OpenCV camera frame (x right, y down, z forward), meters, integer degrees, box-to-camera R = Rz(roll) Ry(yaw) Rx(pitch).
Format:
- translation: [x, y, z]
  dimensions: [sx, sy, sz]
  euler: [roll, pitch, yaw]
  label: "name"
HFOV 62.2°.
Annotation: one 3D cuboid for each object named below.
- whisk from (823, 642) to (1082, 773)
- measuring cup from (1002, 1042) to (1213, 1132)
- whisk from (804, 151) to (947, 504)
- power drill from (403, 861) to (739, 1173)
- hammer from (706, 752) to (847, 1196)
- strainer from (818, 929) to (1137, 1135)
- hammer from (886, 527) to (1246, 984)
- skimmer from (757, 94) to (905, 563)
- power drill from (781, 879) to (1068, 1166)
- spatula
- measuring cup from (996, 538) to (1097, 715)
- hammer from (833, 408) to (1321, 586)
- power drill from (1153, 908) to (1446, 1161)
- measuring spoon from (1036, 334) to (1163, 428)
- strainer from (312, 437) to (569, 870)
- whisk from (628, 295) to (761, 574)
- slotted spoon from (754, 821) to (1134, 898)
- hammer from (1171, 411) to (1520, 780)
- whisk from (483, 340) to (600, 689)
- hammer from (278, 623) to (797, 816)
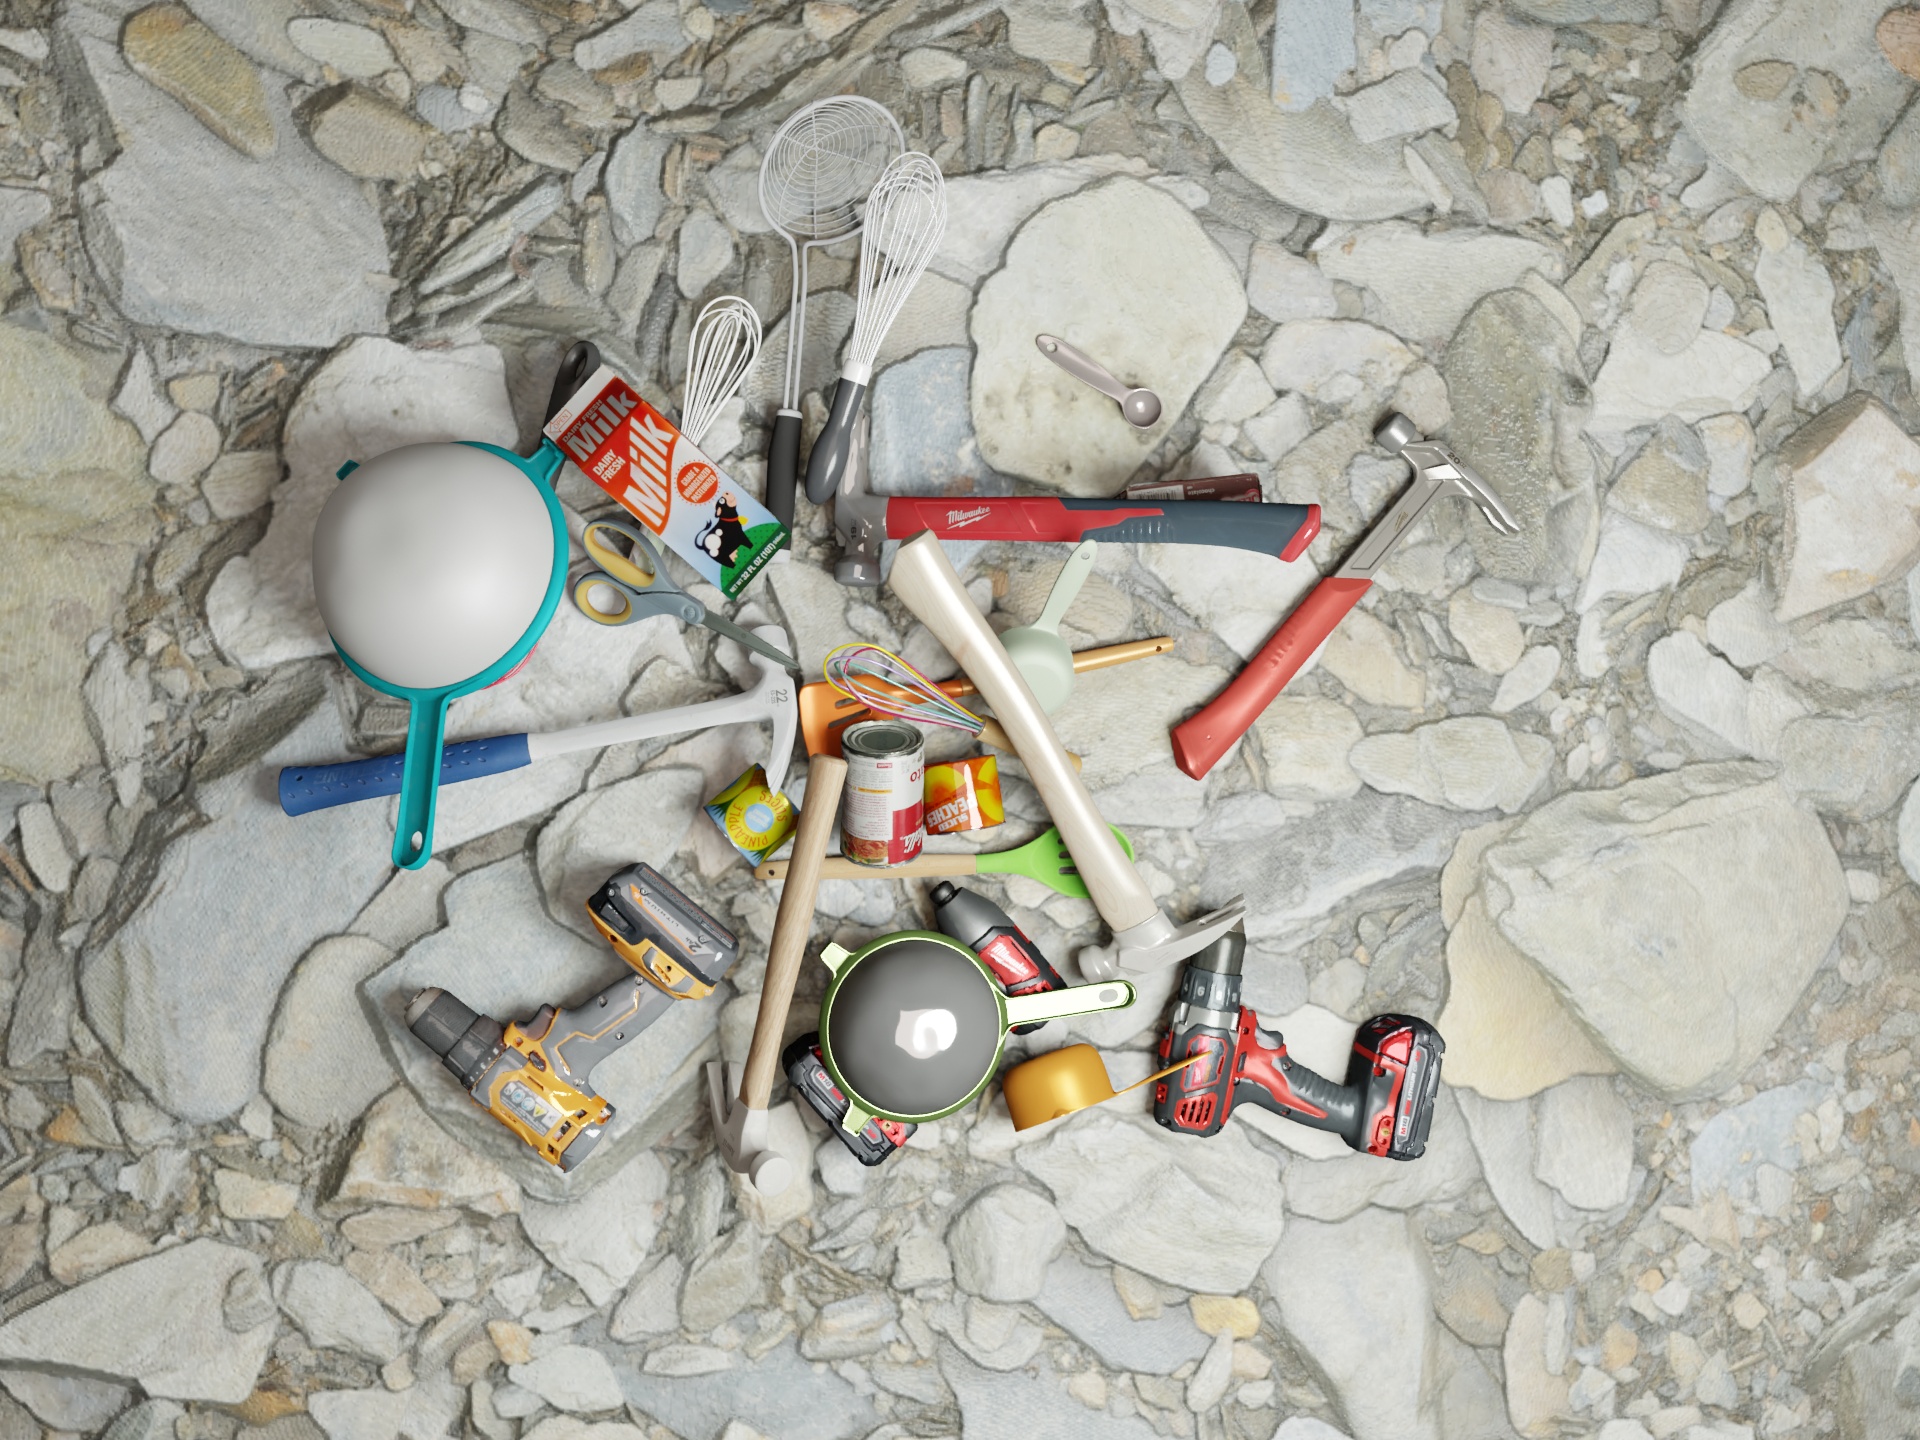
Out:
- translation: [-0.001, -0.005, 1.283]
  dimensions: [0.244, 0.051, 0.047]
  euler: [23, 93, -25]
  label: "whisk"
- translation: [0.116, 0.282, 1.296]
  dimensions: [0.173, 0.095, 0.052]
  euler: [-23, 76, 4]
  label: "measuring cup"
- translation: [-0.072, -0.307, 1.261]
  dimensions: [0.070, 0.070, 0.284]
  euler: [17, 100, -7]
  label: "whisk"
- translation: [-0.309, 0.217, 1.258]
  dimensions: [0.185, 0.084, 0.226]
  euler: [40, 90, -4]
  label: "power drill"
- translation: [-0.139, 0.188, 1.243]
  dimensions: [0.031, 0.130, 0.331]
  euler: [11, 93, -31]
  label: "hammer"
- translation: [0.020, 0.233, 1.234]
  dimensions: [0.256, 0.069, 0.151]
  euler: [-7, 87, -10]
  label: "strainer"
- translation: [0.074, 0.026, 1.254]
  dimensions: [0.146, 0.038, 0.410]
  euler: [-27, 107, 14]
  label: "hammer"
- translation: [-0.116, -0.308, 1.274]
  dimensions: [0.127, 0.090, 0.363]
  euler: [4, 93, -42]
  label: "skimmer"
- translation: [-0.033, 0.241, 1.295]
  dimensions: [0.219, 0.078, 0.143]
  euler: [-41, 95, -8]
  label: "power drill"
- translation: [0.026, -0.029, 1.317]
  dimensions: [0.322, 0.041, 0.081]
  euler: [-12, 111, -9]
  label: "spatula"
- translation: [0.071, -0.068, 1.252]
  dimensions: [0.083, 0.038, 0.167]
  euler: [16, 127, -15]
  label: "measuring cup"
- translation: [0.087, -0.174, 1.256]
  dimensions: [0.386, 0.038, 0.143]
  euler: [3, 88, 15]
  label: "hammer"
- translation: [0.282, 0.267, 1.335]
  dimensions: [0.226, 0.080, 0.188]
  euler: [11, 88, -4]
  label: "power drill"
- translation: [0.116, -0.287, 1.345]
  dimensions: [0.124, 0.018, 0.034]
  euler: [34, 86, 1]
  label: "measuring spoon"
- translation: [-0.409, -0.064, 1.172]
  dimensions: [0.211, 0.095, 0.340]
  euler: [-3, 74, 14]
  label: "strainer"
- translation: [-0.221, -0.225, 1.284]
  dimensions: [0.059, 0.058, 0.246]
  euler: [20, 92, -37]
  label: "whisk"
- translation: [-0.013, 0.118, 1.320]
  dimensions: [0.313, 0.031, 0.070]
  euler: [-2, 100, -5]
  label: "slotted spoon"
- translation: [0.314, -0.086, 1.357]
  dimensions: [0.149, 0.037, 0.359]
  euler: [42, 85, -5]
  label: "hammer"
- translation: [-0.340, -0.164, 1.264]
  dimensions: [0.073, 0.073, 0.296]
  euler: [17, 82, -7]
  label: "whisk"
- translation: [-0.328, 0.024, 1.254]
  dimensions: [0.405, 0.035, 0.144]
  euler: [-11, 60, -3]
  label: "hammer"
